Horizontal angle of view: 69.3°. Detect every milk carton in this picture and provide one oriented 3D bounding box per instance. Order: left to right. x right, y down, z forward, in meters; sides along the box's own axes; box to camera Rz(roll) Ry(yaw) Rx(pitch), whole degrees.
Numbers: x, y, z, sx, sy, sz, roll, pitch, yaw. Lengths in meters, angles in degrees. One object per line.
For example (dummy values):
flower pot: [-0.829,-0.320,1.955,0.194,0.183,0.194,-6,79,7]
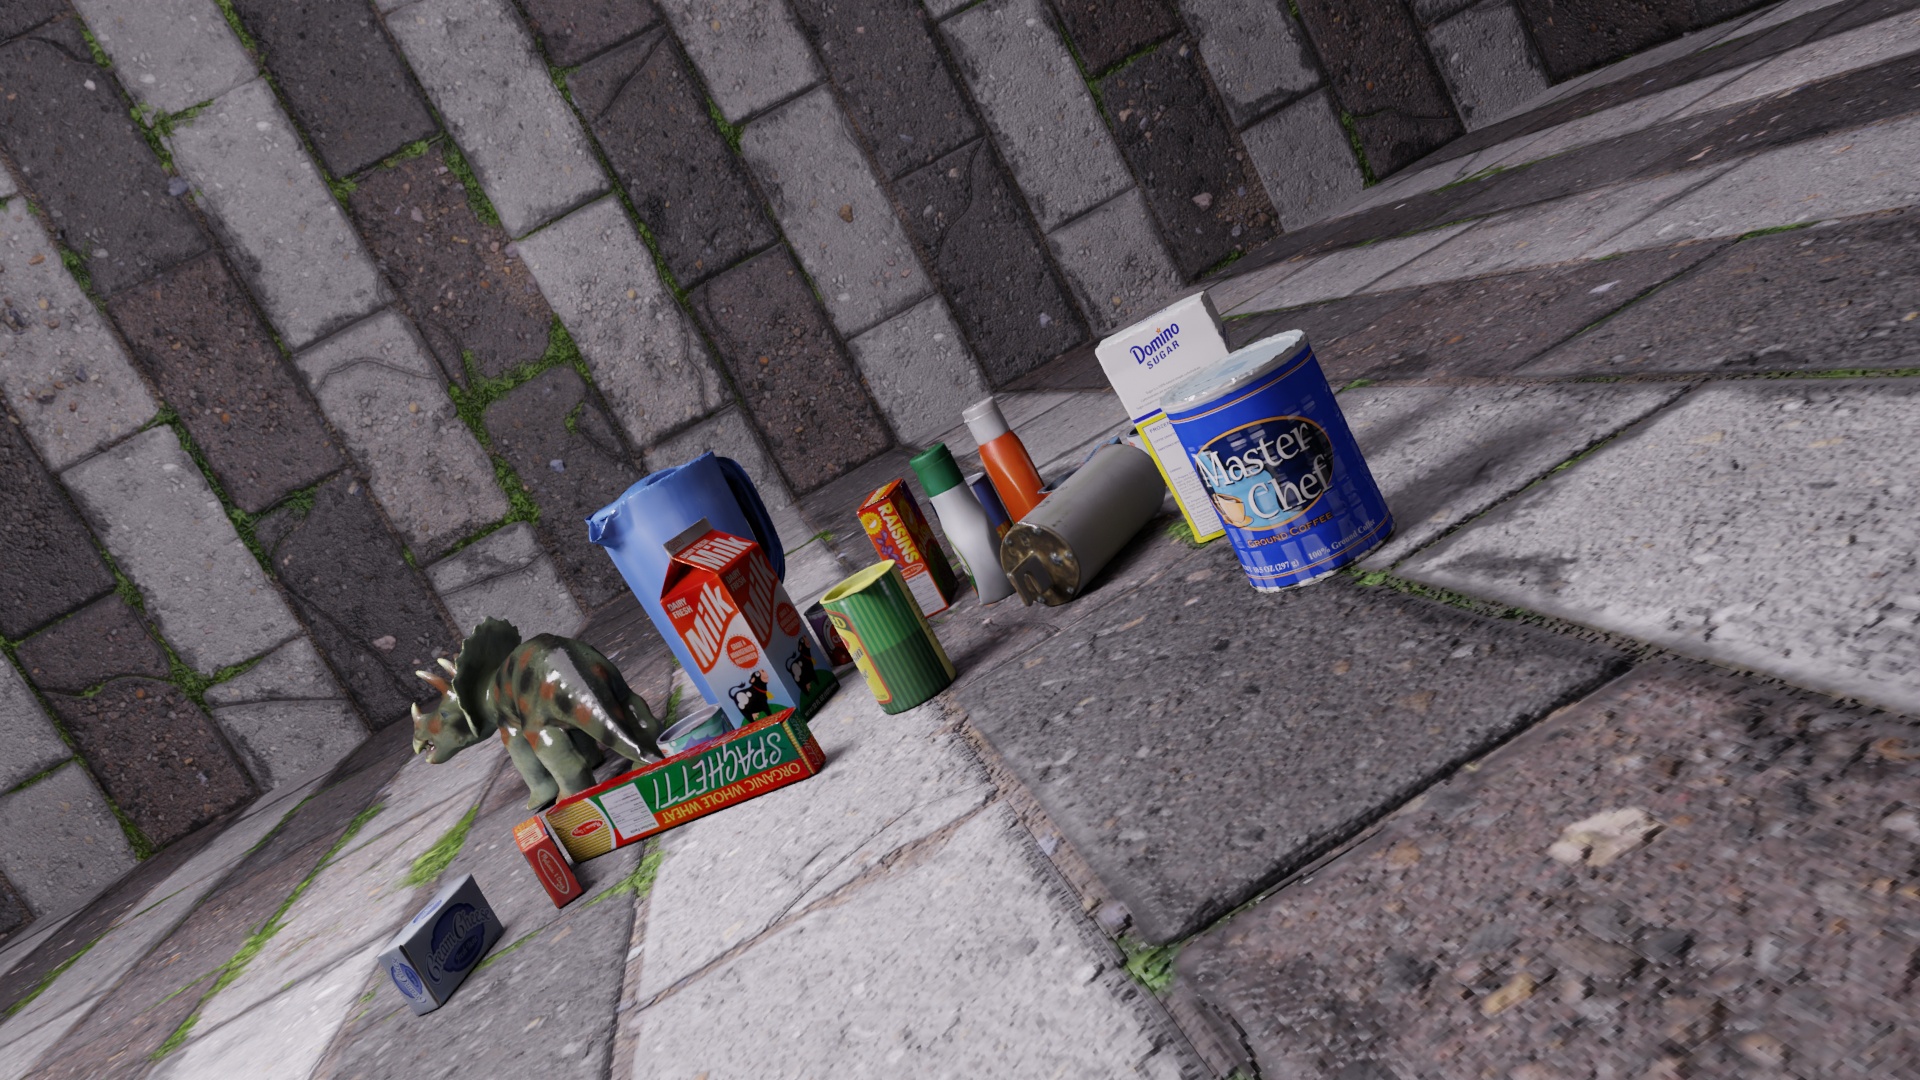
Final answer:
milk carton: [-0.191,0.073,1.205,0.073,0.190,0.073,-23,11,29]

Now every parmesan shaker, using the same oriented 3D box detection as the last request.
parmesan shaker: [-0.055,0.076,1.076,0.071,0.103,0.071,-27,10,5]

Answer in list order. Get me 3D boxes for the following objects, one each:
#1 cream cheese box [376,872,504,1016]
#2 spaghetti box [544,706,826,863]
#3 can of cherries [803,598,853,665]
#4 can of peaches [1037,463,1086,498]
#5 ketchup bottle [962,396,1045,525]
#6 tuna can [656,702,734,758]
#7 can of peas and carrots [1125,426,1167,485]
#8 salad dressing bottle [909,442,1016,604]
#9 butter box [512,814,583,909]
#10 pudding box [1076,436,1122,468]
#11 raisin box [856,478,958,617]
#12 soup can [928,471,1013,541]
cream cheese box: [-0.371,0.289,0.998,0.024,0.053,0.104,-26,10,14]
spaghetti box: [-0.216,0.192,1.078,0.249,0.050,0.029,-24,11,25]
can of cherries: [-0.108,0.080,1.330,0.071,0.058,0.071,-27,10,5]
can of peaches: [0.116,-0.035,1.303,0.071,0.058,0.071,-27,10,5]
ketchup bottle: [0.051,-0.072,1.403,0.043,0.148,0.064,-31,10,-15]
tuna can: [-0.236,0.177,1.258,0.071,0.032,0.071,-27,10,5]
can of peas and carrots: [0.206,-0.093,1.355,0.071,0.058,0.071,-27,10,5]
salad dressing bottle: [0.004,-0.016,1.248,0.044,0.147,0.064,-28,9,5]
butter box: [-0.320,0.247,1.074,0.024,0.053,0.103,-32,10,-19]
pudding box: [0.148,-0.067,1.407,0.030,0.049,0.084,-23,11,29]
raisin box: [-0.050,0.008,1.347,0.040,0.123,0.086,-26,10,13]
soup can: [0.016,-0.020,1.423,0.071,0.083,0.071,-27,10,5]
